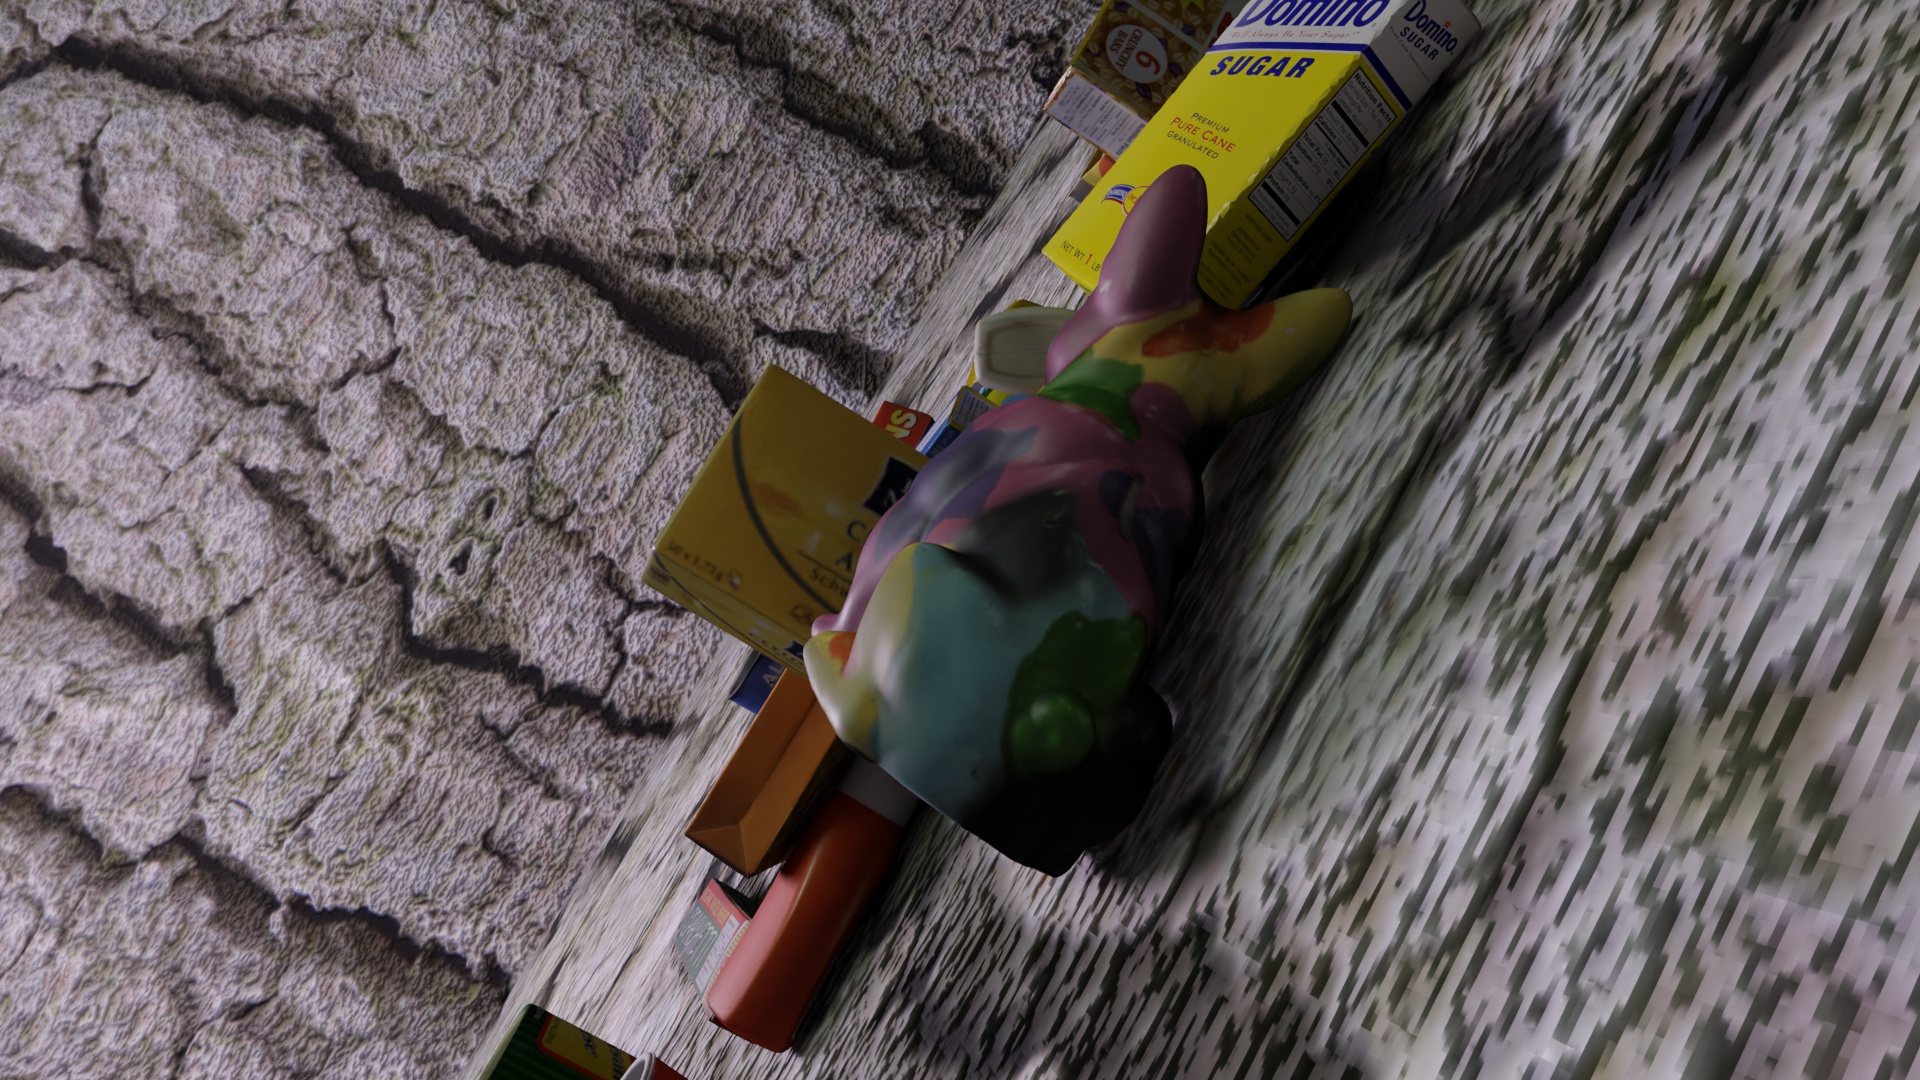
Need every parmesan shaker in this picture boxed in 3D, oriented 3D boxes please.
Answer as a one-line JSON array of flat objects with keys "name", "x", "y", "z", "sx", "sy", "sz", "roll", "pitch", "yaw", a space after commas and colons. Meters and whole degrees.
[{"name": "parmesan shaker", "x": -0.193, "y": 0.290, "z": 0.710, "sx": 0.071, "sy": 0.103, "sz": 0.071, "roll": -56, "pitch": 10, "yaw": 15}]

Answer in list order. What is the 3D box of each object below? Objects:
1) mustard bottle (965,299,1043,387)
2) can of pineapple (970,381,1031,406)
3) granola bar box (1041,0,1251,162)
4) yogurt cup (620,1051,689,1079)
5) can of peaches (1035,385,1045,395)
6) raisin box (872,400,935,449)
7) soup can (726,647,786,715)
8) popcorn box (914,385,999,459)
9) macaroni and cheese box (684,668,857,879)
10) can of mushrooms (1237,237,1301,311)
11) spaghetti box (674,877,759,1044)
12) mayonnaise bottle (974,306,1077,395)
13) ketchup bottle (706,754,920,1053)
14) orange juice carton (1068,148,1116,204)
[{"name": "mustard bottle", "x": 0.027, "y": -0.073, "z": 0.879, "sx": 0.048, "sy": 0.065, "sz": 0.161, "roll": 128, "pitch": 164, "yaw": -72}, {"name": "can of pineapple", "x": 0.029, "y": -0.050, "z": 0.758, "sx": 0.070, "sy": 0.071, "sz": 0.058, "roll": -49, "pitch": 13, "yaw": 45}, {"name": "granola bar box", "x": 0.131, "y": -0.249, "z": 0.703, "sx": 0.166, "sy": 0.124, "sz": 0.039, "roll": -63, "pitch": 11, "yaw": -26}, {"name": "yogurt cup", "x": -0.133, "y": 0.270, "z": 0.616, "sx": 0.072, "sy": 0.054, "sz": 0.072, "roll": -56, "pitch": 10, "yaw": 15}, {"name": "can of peaches", "x": 0.060, "y": -0.044, "z": 0.599, "sx": 0.057, "sy": 0.071, "sz": 0.071, "roll": -47, "pitch": 14, "yaw": 50}, {"name": "raisin box", "x": -0.036, "y": -0.021, "z": 0.896, "sx": 0.086, "sy": 0.040, "sz": 0.123, "roll": -64, "pitch": -23, "yaw": -19}, {"name": "soup can", "x": -0.100, "y": 0.095, "z": 0.913, "sx": 0.071, "sy": 0.084, "sz": 0.071, "roll": -56, "pitch": 10, "yaw": 15}, {"name": "popcorn box", "x": 0.003, "y": -0.009, "z": 0.716, "sx": 0.126, "sy": 0.085, "sz": 0.038, "roll": -50, "pitch": 13, "yaw": 39}, {"name": "macaroni and cheese box", "x": -0.064, "y": 0.096, "z": 0.701, "sx": 0.123, "sy": 0.040, "sz": 0.166, "roll": -58, "pitch": -10, "yaw": 1}, {"name": "can of mushrooms", "x": 0.129, "y": -0.139, "z": 0.642, "sx": 0.071, "sy": 0.033, "sz": 0.071, "roll": -56, "pitch": 9, "yaw": 14}, {"name": "spaghetti box", "x": -0.133, "y": 0.235, "z": 0.803, "sx": 0.050, "sy": 0.028, "sz": 0.249, "roll": -61, "pitch": 10, "yaw": -14}, {"name": "mayonnaise bottle", "x": 0.056, "y": -0.092, "z": 0.694, "sx": 0.148, "sy": 0.065, "sz": 0.041, "roll": -17, "pitch": -72, "yaw": -70}, {"name": "ketchup bottle", "x": -0.061, "y": 0.156, "z": 0.641, "sx": 0.149, "sy": 0.043, "sz": 0.064, "roll": -60, "pitch": 8, "yaw": -12}, {"name": "orange juice carton", "x": 0.146, "y": -0.263, "z": 0.831, "sx": 0.191, "sy": 0.072, "sz": 0.073, "roll": -52, "pitch": 11, "yaw": 30}]
